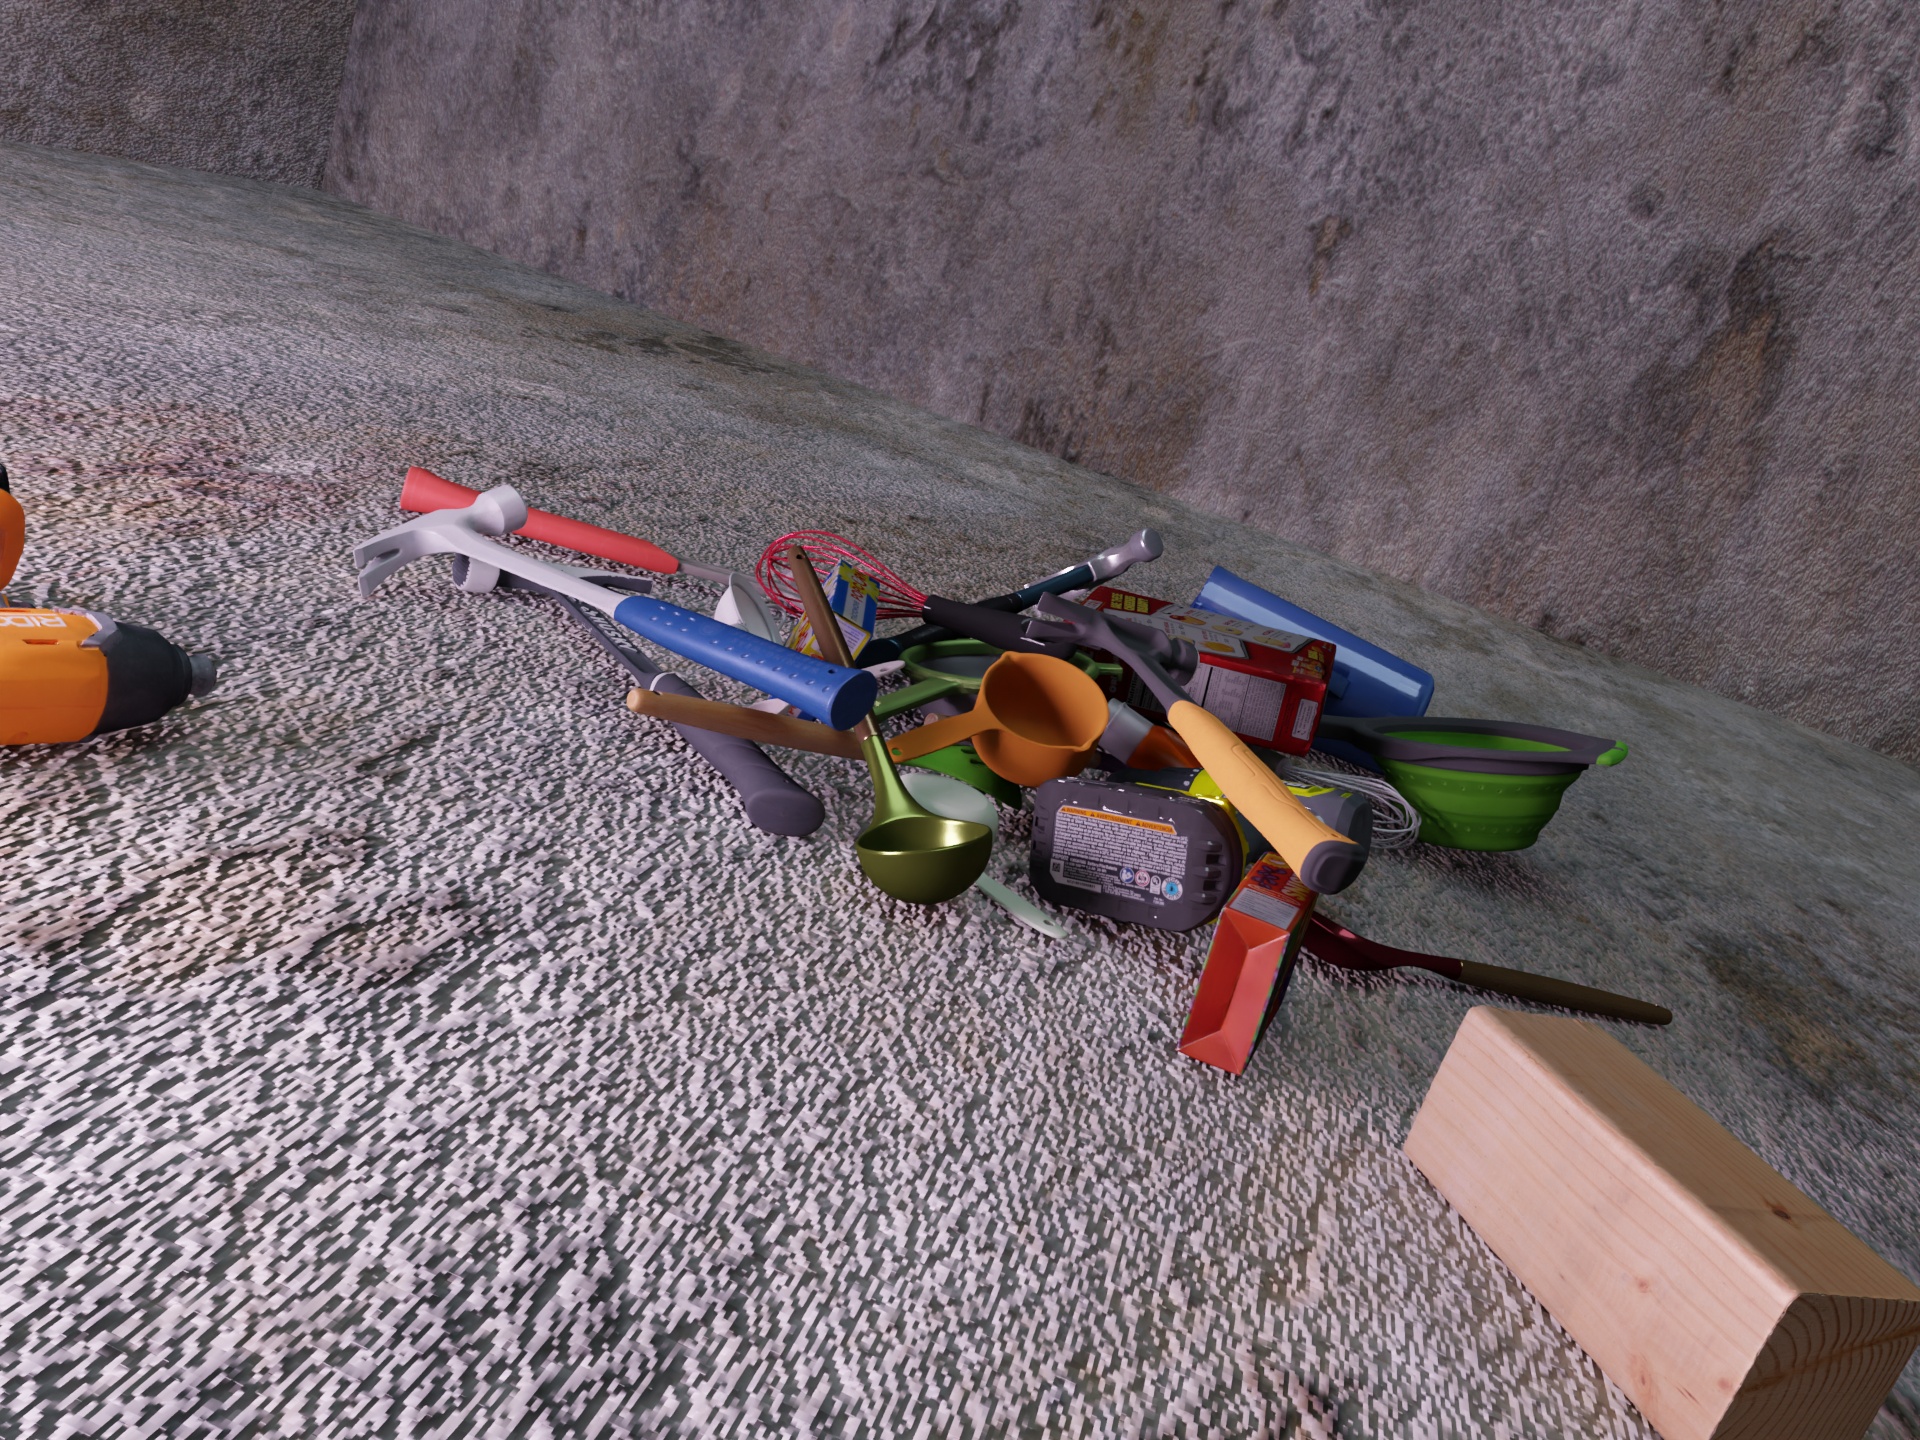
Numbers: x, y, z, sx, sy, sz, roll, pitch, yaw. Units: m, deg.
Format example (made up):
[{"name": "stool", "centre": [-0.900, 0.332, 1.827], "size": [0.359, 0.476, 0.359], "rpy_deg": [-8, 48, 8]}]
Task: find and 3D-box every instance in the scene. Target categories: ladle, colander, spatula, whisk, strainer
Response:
[{"name": "ladle", "centre": [-0.060, -0.013, 0.978], "size": [0.078, 0.062, 0.321], "rpy_deg": [-8, 47, -19]}, {"name": "colander", "centre": [0.362, 0.047, 1.383], "size": [0.397, 0.094, 0.204], "rpy_deg": [7, 9, 29]}, {"name": "ladle", "centre": [0.349, 0.169, 1.056], "size": [0.315, 0.031, 0.069], "rpy_deg": [15, 13, -19]}, {"name": "spatula", "centre": [0.084, 0.026, 1.176], "size": [0.315, 0.018, 0.060], "rpy_deg": [14, 16, -47]}, {"name": "whisk", "centre": [-0.040, -0.091, 1.238], "size": [0.296, 0.073, 0.073], "rpy_deg": [18, 14, 28]}, {"name": "strainer", "centre": [-0.163, -0.062, 1.149], "size": [0.050, 0.087, 0.258], "rpy_deg": [-26, 6, 3]}, {"name": "whisk", "centre": [0.278, 0.045, 1.343], "size": [0.246, 0.059, 0.058], "rpy_deg": [27, 45, 37]}, {"name": "strainer", "centre": [-0.002, -0.004, 1.156], "size": [0.151, 0.069, 0.256], "rpy_deg": [12, 19, 32]}]

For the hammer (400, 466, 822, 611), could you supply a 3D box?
[{"name": "hammer", "centre": [-0.288, -0.144, 1.344], "size": [0.359, 0.036, 0.149], "rpy_deg": [15, 17, -14]}]

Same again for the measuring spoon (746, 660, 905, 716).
[{"name": "measuring spoon", "centre": [-0.093, -0.015, 1.094], "size": [0.124, 0.018, 0.034], "rpy_deg": [-20, 23, -19]}]

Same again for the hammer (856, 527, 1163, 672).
[{"name": "hammer", "centre": [0.036, -0.098, 1.380], "size": [0.331, 0.033, 0.128], "rpy_deg": [-25, 0, -43]}]

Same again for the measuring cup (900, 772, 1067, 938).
[{"name": "measuring cup", "centre": [0.013, 0.078, 0.957], "size": [0.083, 0.038, 0.168], "rpy_deg": [4, 20, -41]}]

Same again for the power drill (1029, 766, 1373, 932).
[{"name": "power drill", "centre": [0.141, 0.070, 1.034], "size": [0.191, 0.080, 0.228], "rpy_deg": [10, 9, 32]}]

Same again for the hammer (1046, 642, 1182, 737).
[{"name": "hammer", "centre": [0.133, -0.016, 1.374], "size": [0.130, 0.031, 0.332], "rpy_deg": [12, 15, -25]}]

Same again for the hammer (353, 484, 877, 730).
[{"name": "hammer", "centre": [-0.225, -0.072, 1.022], "size": [0.406, 0.035, 0.144], "rpy_deg": [22, 36, 32]}]

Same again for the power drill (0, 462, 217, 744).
[{"name": "power drill", "centre": [-0.489, -0.059, 0.790], "size": [0.227, 0.084, 0.164], "rpy_deg": [35, 22, 32]}]

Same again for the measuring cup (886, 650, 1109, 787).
[{"name": "measuring cup", "centre": [0.016, 0.014, 1.042], "size": [0.173, 0.052, 0.095], "rpy_deg": [-18, 54, -30]}]

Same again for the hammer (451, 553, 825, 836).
[{"name": "hammer", "centre": [-0.205, -0.028, 1.072], "size": [0.149, 0.036, 0.409], "rpy_deg": [6, 21, -40]}]

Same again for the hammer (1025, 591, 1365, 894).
[{"name": "hammer", "centre": [0.146, 0.007, 0.973], "size": [0.127, 0.034, 0.337], "rpy_deg": [16, 19, -23]}]

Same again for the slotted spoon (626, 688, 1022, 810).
[{"name": "slotted spoon", "centre": [-0.073, 0.015, 1.007], "size": [0.313, 0.031, 0.070], "rpy_deg": [14, 17, -42]}]
